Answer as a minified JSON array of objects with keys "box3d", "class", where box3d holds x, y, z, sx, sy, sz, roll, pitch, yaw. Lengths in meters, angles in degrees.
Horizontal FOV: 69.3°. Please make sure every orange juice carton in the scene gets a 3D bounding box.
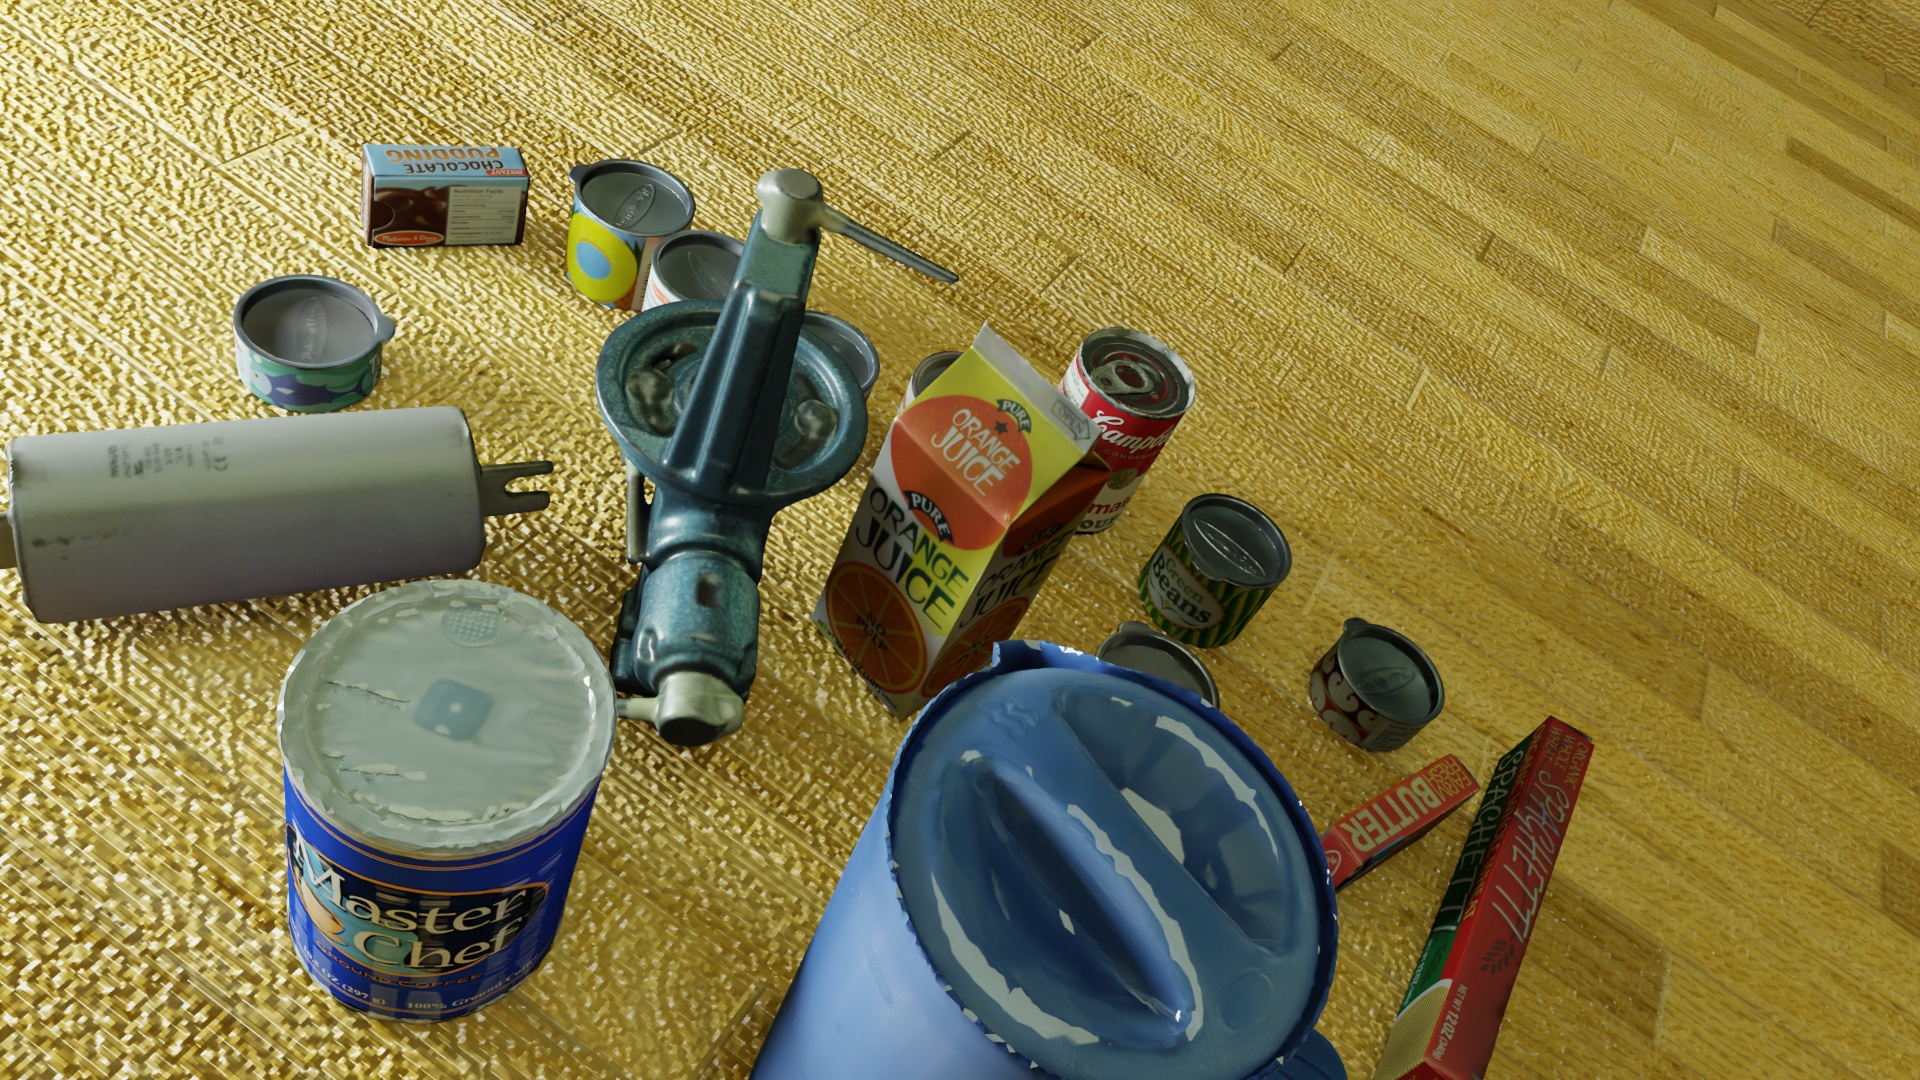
[{"box3d":[0.002,-0.008,0.632,0.073,0.191,0.072,-29,67,-39],"class":"orange juice carton"}]

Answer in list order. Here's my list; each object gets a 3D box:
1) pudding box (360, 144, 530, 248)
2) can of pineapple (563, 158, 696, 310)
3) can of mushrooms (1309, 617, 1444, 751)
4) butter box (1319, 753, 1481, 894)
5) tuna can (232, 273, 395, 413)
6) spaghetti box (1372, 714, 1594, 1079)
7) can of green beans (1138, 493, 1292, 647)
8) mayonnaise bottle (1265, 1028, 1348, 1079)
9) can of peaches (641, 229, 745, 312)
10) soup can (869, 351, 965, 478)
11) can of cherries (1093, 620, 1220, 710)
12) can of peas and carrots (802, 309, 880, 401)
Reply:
[{"box3d":[-0.283,-0.189,0.762,0.084,0.049,0.030,-9,56,-30],"class":"pudding box"},{"box3d":[-0.189,-0.174,0.785,0.071,0.057,0.071,13,47,-14],"class":"can of pineapple"},{"box3d":[0.229,0.080,0.770,0.071,0.033,0.071,13,47,-14],"class":"can of mushrooms"},{"box3d":[0.209,0.144,0.690,0.104,0.052,0.024,-18,61,-35],"class":"butter box"},{"box3d":[-0.314,-0.096,0.677,0.071,0.032,0.071,13,47,-14],"class":"tuna can"},{"box3d":[0.262,0.179,0.686,0.029,0.050,0.251,37,46,9],"class":"spaghetti box"},{"box3d":[0.139,0.017,0.767,0.071,0.057,0.071,13,47,-14],"class":"can of green beans"},{"box3d":[0.088,0.218,0.503,0.065,0.147,0.041,30,45,2],"class":"mayonnaise bottle"},{"box3d":[-0.139,-0.128,0.768,0.071,0.057,0.071,13,47,-14],"class":"can of peaches"},{"box3d":[-0.004,-0.047,0.739,0.071,0.083,0.072,13,47,-14],"class":"soup can"},{"box3d":[0.084,0.084,0.682,0.071,0.058,0.072,13,47,-14],"class":"can of cherries"},{"box3d":[-0.085,-0.082,0.752,0.071,0.058,0.071,13,47,-14],"class":"can of peas and carrots"}]
